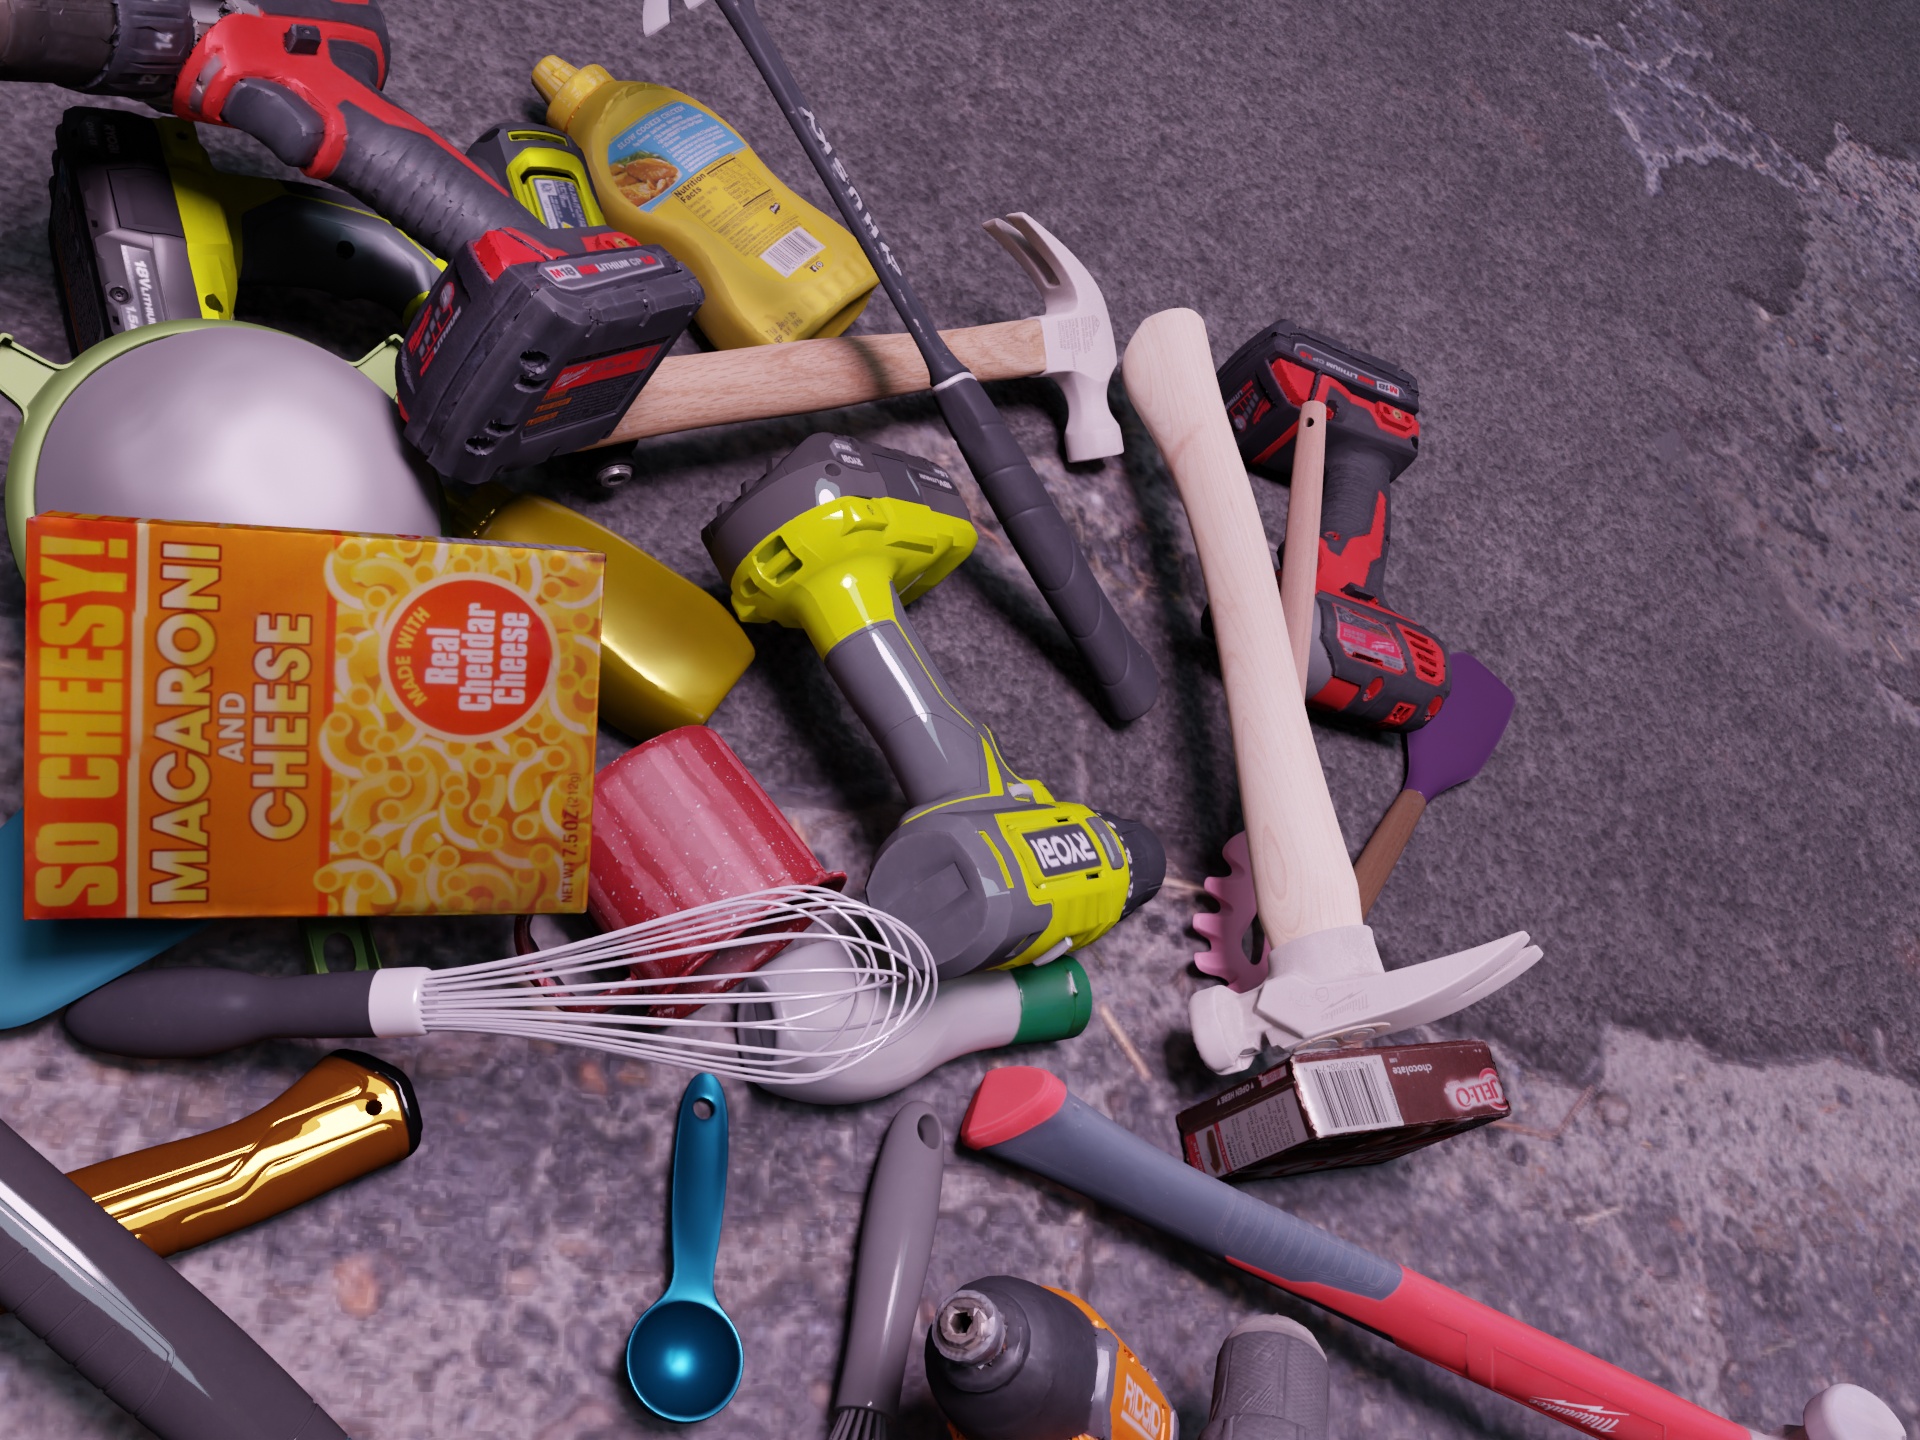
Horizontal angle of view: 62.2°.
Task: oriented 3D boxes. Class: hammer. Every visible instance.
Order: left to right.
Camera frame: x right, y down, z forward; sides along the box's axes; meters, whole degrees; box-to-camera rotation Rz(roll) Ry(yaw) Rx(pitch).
[{"bbox_3d":[-0.317,0.174,0.446,0.337,0.034,0.127,-15,71,-36],"label":"hammer"},{"bbox_3d":[-0.199,0.212,0.462,0.331,0.033,0.128,47,50,-10],"label":"hammer"},{"bbox_3d":[-0.045,-0.170,0.756,0.331,0.031,0.130,-18,103,-40],"label":"hammer"},{"bbox_3d":[-0.011,-0.163,0.706,0.408,0.036,0.149,57,22,-25],"label":"hammer"},{"bbox_3d":[0.148,-0.046,0.763,0.038,0.146,0.411,38,37,-50],"label":"hammer"},{"bbox_3d":[0.174,0.250,0.661,0.386,0.143,0.038,25,38,-1],"label":"hammer"}]

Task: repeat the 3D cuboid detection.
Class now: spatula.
[{"bbox_3d":[-0.370,0.101,0.433,0.082,0.044,0.317,42,39,16],"label":"spatula"},{"bbox_3d":[0.230,0.055,0.844,0.060,0.018,0.316,42,49,1],"label":"spatula"}]

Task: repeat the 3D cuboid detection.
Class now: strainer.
[{"bbox_3d":[-0.228,-0.025,0.549,0.151,0.069,0.256,-11,86,-40],"label":"strainer"}]

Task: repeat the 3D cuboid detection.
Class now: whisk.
[{"bbox_3d":[-0.149,0.092,0.520,0.284,0.070,0.070,-3,61,0],"label":"whisk"},{"bbox_3d":[-0.037,0.244,0.564,0.055,0.055,0.239,25,49,-15],"label":"whisk"}]

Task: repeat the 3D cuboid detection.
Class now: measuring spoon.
[{"bbox_3d":[-0.099,0.190,0.579,0.042,0.021,0.129,16,47,-21],"label":"measuring spoon"}]

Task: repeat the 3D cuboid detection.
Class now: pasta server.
[{"bbox_3d":[0.160,-0.016,0.781,0.040,0.060,0.316,41,55,-62],"label":"pasta server"}]

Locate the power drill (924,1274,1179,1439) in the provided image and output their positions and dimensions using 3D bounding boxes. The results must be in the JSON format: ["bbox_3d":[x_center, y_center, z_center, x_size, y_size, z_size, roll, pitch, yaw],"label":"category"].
[{"bbox_3d":[0.013,0.294,0.495,0.164,0.084,0.227,60,34,-48],"label":"power drill"}]

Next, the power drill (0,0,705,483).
[{"bbox_3d":[-0.221,-0.190,0.556,0.226,0.080,0.188,43,27,0],"label":"power drill"}]

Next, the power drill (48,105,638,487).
[{"bbox_3d":[-0.244,-0.173,0.667,0.223,0.080,0.171,-9,72,-36],"label":"power drill"}]

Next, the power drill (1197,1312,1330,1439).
[{"bbox_3d":[0.148,0.338,0.551,0.226,0.084,0.185,48,33,-19],"label":"power drill"}]

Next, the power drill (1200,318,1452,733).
[{"bbox_3d":[0.195,-0.106,0.884,0.143,0.078,0.220,15,59,-22],"label":"power drill"}]

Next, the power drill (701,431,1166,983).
[{"bbox_3d":[-0.001,-0.002,0.687,0.190,0.080,0.229,0,59,-60],"label":"power drill"}]
